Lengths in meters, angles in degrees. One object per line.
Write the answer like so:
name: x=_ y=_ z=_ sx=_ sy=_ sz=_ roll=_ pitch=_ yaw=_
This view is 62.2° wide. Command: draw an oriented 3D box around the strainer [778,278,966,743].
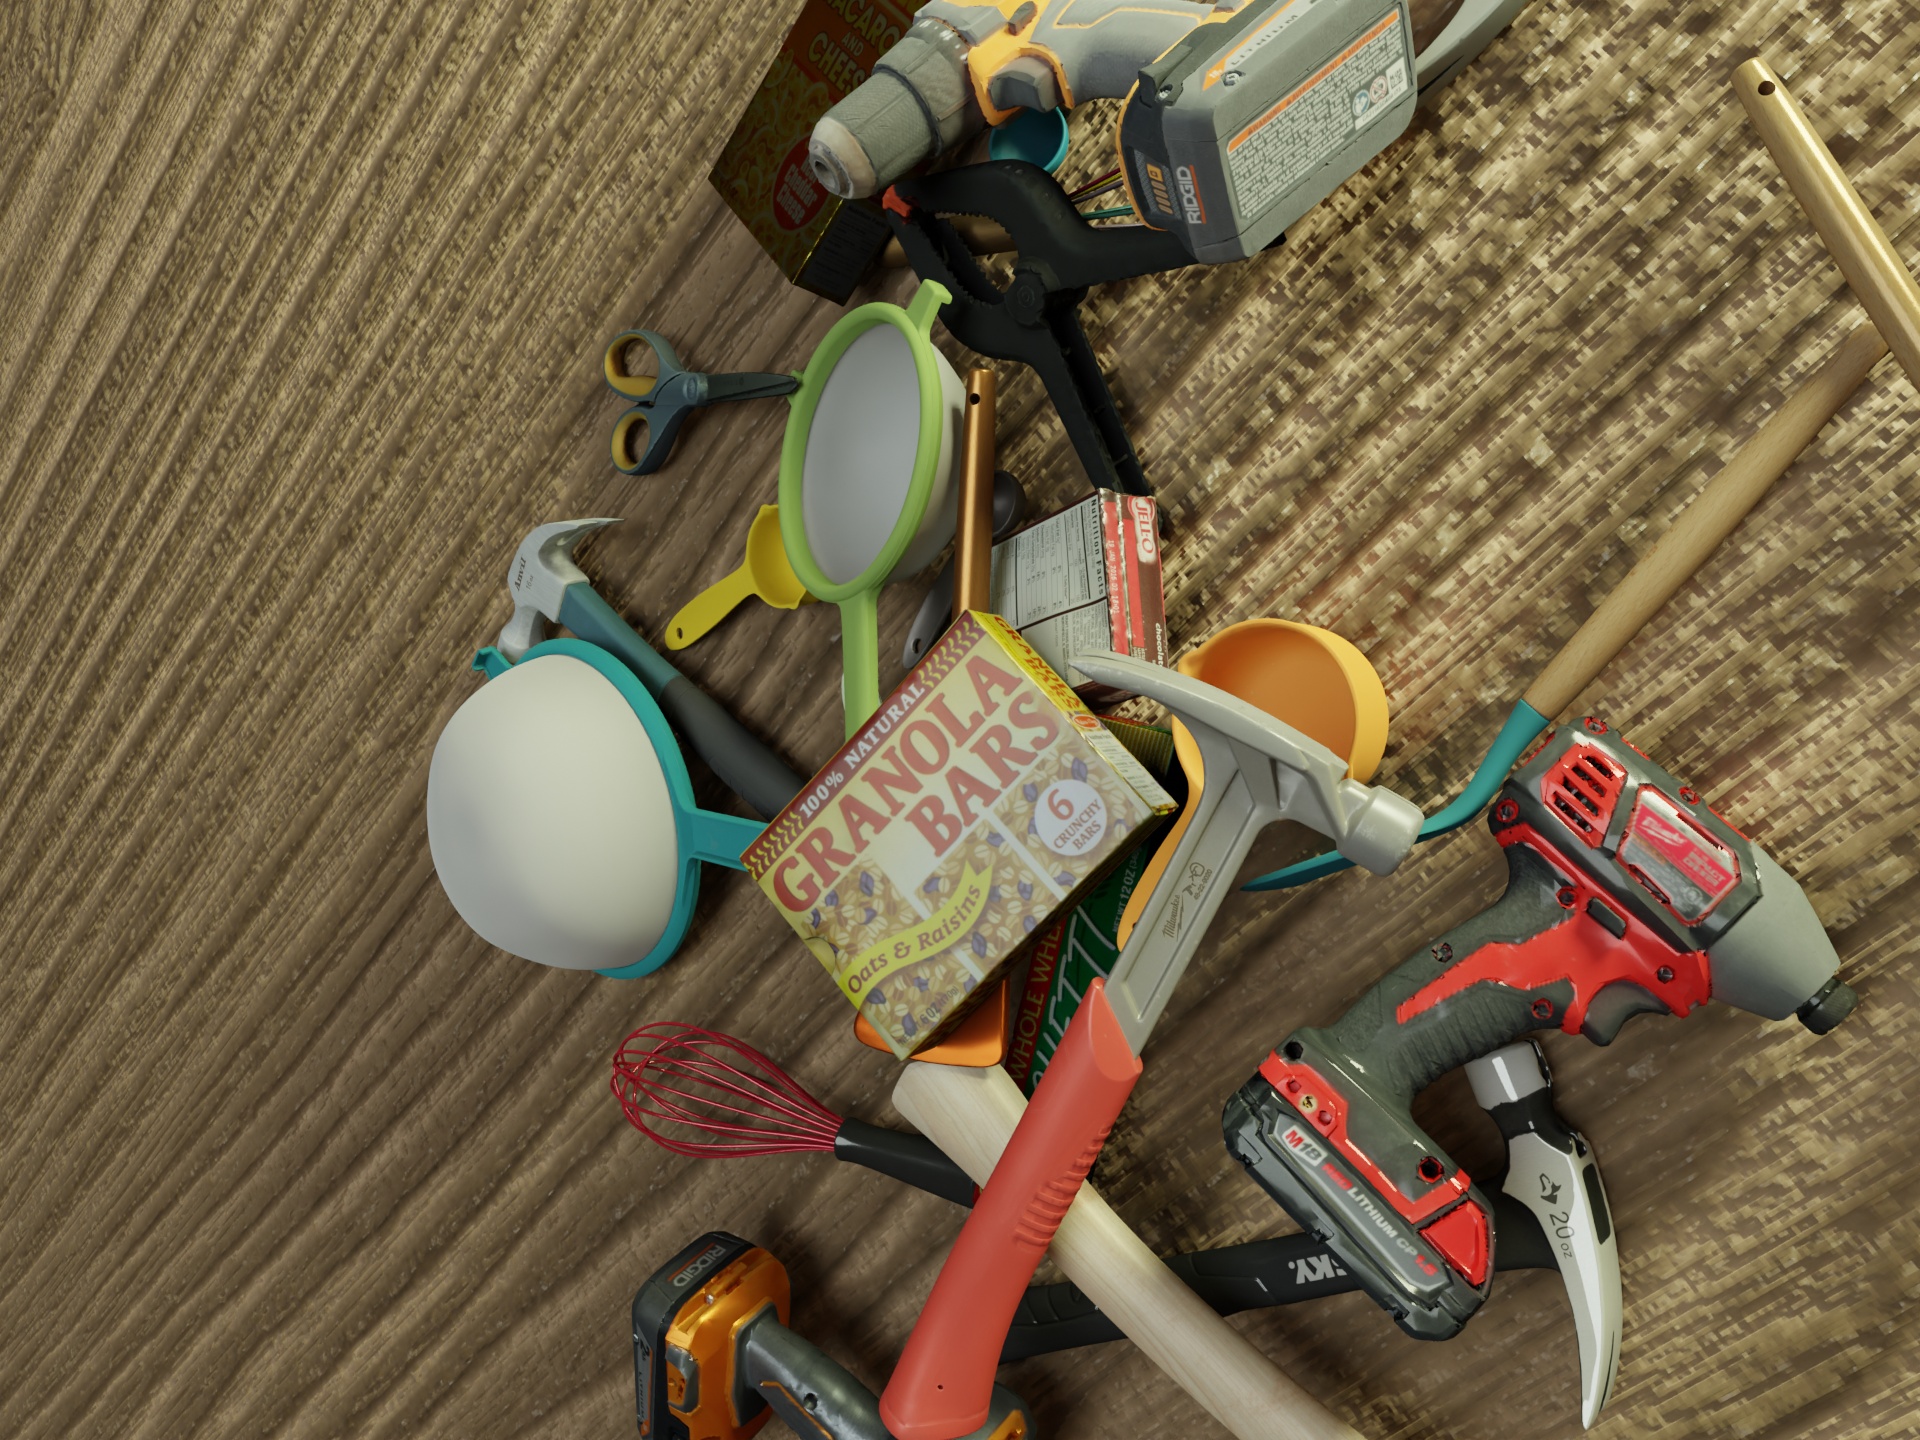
strainer: x=-0.029 y=-0.079 z=0.800 sx=0.151 sy=0.069 sz=0.256 roll=-15 pitch=74 yaw=55

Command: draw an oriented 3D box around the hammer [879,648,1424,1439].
hammer: x=0.042 y=0.153 z=0.667 sx=0.149 sy=0.037 sz=0.359 roll=28 pitch=106 yaw=9

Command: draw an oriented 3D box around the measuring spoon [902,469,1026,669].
measuring spoon: x=0.002 y=-0.075 z=0.829 sx=0.124 sy=0.018 sz=0.034 roll=-59 pitch=42 yaw=28

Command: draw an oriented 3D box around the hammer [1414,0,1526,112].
hammer: x=0.101 y=-0.417 z=0.743 sx=0.409 sy=0.036 sz=0.149 roll=40 pitch=113 yaw=29

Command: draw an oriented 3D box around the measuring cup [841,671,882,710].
measuring cup: x=-0.036 y=0.054 z=0.810 sx=0.083 sy=0.038 sz=0.167 roll=-15 pitch=94 yaw=11

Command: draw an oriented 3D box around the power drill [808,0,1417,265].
power drill: x=0.053 y=-0.268 z=0.682 sx=0.185 sy=0.084 sz=0.226 roll=-41 pitch=47 yaw=-12

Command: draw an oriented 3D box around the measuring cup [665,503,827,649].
measuring cup: x=-0.121 y=-0.075 z=0.916 sx=0.156 sy=0.029 sz=0.062 roll=-28 pitch=76 yaw=45

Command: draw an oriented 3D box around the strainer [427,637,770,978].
strainer: x=-0.207 y=0.067 z=0.891 sx=0.340 sy=0.095 sz=0.211 roll=6 pitch=105 yaw=45

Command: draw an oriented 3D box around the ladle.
ladle: x=0.349 y=-0.102 z=0.541 sx=0.078 sy=0.062 sz=0.320 roll=-26 pitch=75 yaw=12

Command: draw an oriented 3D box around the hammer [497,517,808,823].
hammer: x=-0.160 y=-0.006 z=0.926 sx=0.331 sy=0.033 sz=0.128 roll=40 pitch=125 yaw=27

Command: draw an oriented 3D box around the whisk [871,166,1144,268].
whisk: x=0.049 y=-0.248 z=0.777 sx=0.245 sy=0.051 sz=0.047 roll=6 pitch=128 yaw=41

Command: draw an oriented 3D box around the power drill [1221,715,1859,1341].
power drill: x=0.217 y=0.120 z=0.603 sx=0.143 sy=0.078 sz=0.219 roll=44 pitch=93 yaw=19

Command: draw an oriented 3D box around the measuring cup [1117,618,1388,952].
measuring cup: x=0.125 y=0.035 z=0.716 sx=0.095 sy=0.052 sz=0.173 roll=40 pitch=114 yaw=29

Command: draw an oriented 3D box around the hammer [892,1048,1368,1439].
hammer: x=0.118 y=0.292 z=0.675 sx=0.411 sy=0.038 sz=0.146 roll=38 pitch=106 yaw=27

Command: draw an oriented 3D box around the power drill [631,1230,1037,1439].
power drill: x=-0.065 y=0.383 z=0.831 sx=0.227 sy=0.084 sz=0.164 roll=18 pitch=119 yaw=31

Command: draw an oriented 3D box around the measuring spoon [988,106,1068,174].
measuring spoon: x=0.047 y=-0.328 z=0.796 sx=0.042 sy=0.021 sz=0.128 roll=12 pitch=88 yaw=28

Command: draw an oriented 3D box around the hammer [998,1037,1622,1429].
hammer: x=0.131 y=0.258 z=0.722 sx=0.335 sy=0.035 sz=0.146 roll=-26 pitch=74 yaw=33

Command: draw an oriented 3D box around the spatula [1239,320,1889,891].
spatula: x=0.238 y=-0.031 z=0.633 sx=0.044 sy=0.082 sz=0.317 roll=47 pitch=109 yaw=25

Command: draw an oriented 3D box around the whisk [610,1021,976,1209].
whisk: x=-0.078 y=0.221 z=0.863 sx=0.296 sy=0.073 sz=0.073 roll=8 pitch=95 yaw=29

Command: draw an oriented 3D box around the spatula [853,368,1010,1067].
spatula: x=-0.001 y=-0.002 z=0.746 sx=0.081 sy=0.041 sz=0.322 roll=5 pitch=95 yaw=26
